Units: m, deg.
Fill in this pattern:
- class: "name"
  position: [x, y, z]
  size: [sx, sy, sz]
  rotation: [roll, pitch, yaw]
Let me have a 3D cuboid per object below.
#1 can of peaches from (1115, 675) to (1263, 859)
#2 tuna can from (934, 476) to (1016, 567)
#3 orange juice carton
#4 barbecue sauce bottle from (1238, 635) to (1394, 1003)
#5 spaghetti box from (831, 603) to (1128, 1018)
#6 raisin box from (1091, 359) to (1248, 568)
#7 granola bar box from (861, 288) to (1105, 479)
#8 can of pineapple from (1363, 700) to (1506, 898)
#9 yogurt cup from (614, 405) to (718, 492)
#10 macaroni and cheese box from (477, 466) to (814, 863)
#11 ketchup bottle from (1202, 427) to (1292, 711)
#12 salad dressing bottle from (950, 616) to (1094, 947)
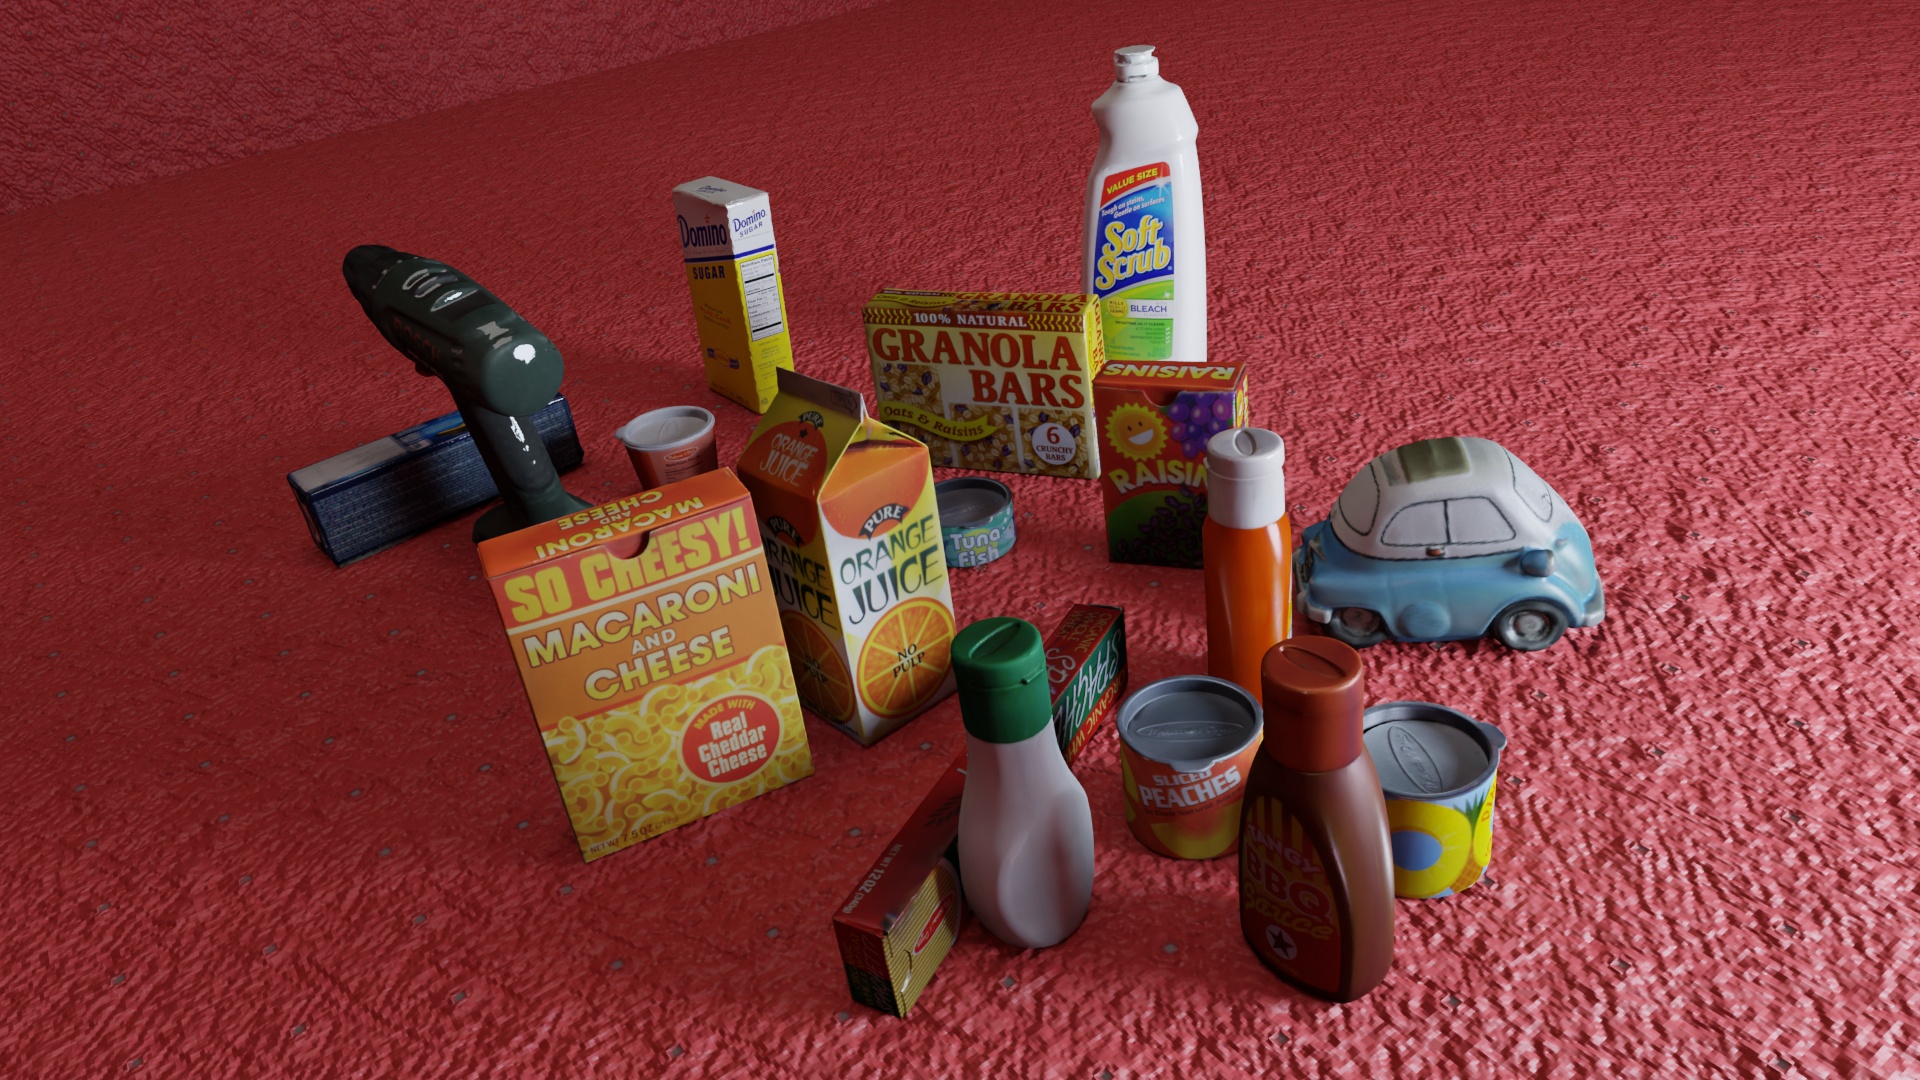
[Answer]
- class: "can of peaches"
  position: [0.107, 0.106, 0.640]
  size: [0.071, 0.057, 0.071]
  rotation: [-6, 29, 4]
- class: "tuna can"
  position: [0.003, -0.011, 0.896]
  size: [0.071, 0.032, 0.071]
  rotation: [-6, 30, 4]
- class: "orange juice carton"
  position: [-0.058, 0.003, 0.726]
  size: [0.073, 0.191, 0.072]
  rotation: [-29, 35, -32]
- class: "barbecue sauce bottle"
  position: [0.137, 0.107, 0.539]
  size: [0.044, 0.147, 0.065]
  rotation: [-27, 34, -29]
- class: "spaghetti box"
  position: [0.020, 0.114, 0.656]
  size: [0.029, 0.050, 0.251]
  rotation: [9, 34, 28]
- class: "raisin box"
  position: [0.128, -0.045, 0.832]
  size: [0.086, 0.122, 0.040]
  rotation: [5, 32, 22]
- class: "granola bar box"
  position: [0.020, -0.111, 0.975]
  size: [0.165, 0.123, 0.039]
  rotation: [6, 32, 24]
- class: "can of pineapple"
  position: [0.200, 0.112, 0.605]
  size: [0.071, 0.057, 0.071]
  rotation: [-6, 29, 4]
- class: "yogurt cup"
  position: [-0.209, -0.061, 1.016]
  size: [0.072, 0.053, 0.073]
  rotation: [-6, 29, 4]
- class: "macaroni and cheese box"
  position: [-0.147, 0.061, 0.673]
  size: [0.124, 0.165, 0.040]
  rotation: [-19, 31, -19]
- class: "ketchup bottle"
  position: [0.143, 0.017, 0.694]
  size: [0.043, 0.148, 0.065]
  rotation: [-6, 29, 5]
- class: "salad dressing bottle"
  position: [0.024, 0.102, 0.578]
  size: [0.044, 0.147, 0.064]
  rotation: [19, 40, 40]
